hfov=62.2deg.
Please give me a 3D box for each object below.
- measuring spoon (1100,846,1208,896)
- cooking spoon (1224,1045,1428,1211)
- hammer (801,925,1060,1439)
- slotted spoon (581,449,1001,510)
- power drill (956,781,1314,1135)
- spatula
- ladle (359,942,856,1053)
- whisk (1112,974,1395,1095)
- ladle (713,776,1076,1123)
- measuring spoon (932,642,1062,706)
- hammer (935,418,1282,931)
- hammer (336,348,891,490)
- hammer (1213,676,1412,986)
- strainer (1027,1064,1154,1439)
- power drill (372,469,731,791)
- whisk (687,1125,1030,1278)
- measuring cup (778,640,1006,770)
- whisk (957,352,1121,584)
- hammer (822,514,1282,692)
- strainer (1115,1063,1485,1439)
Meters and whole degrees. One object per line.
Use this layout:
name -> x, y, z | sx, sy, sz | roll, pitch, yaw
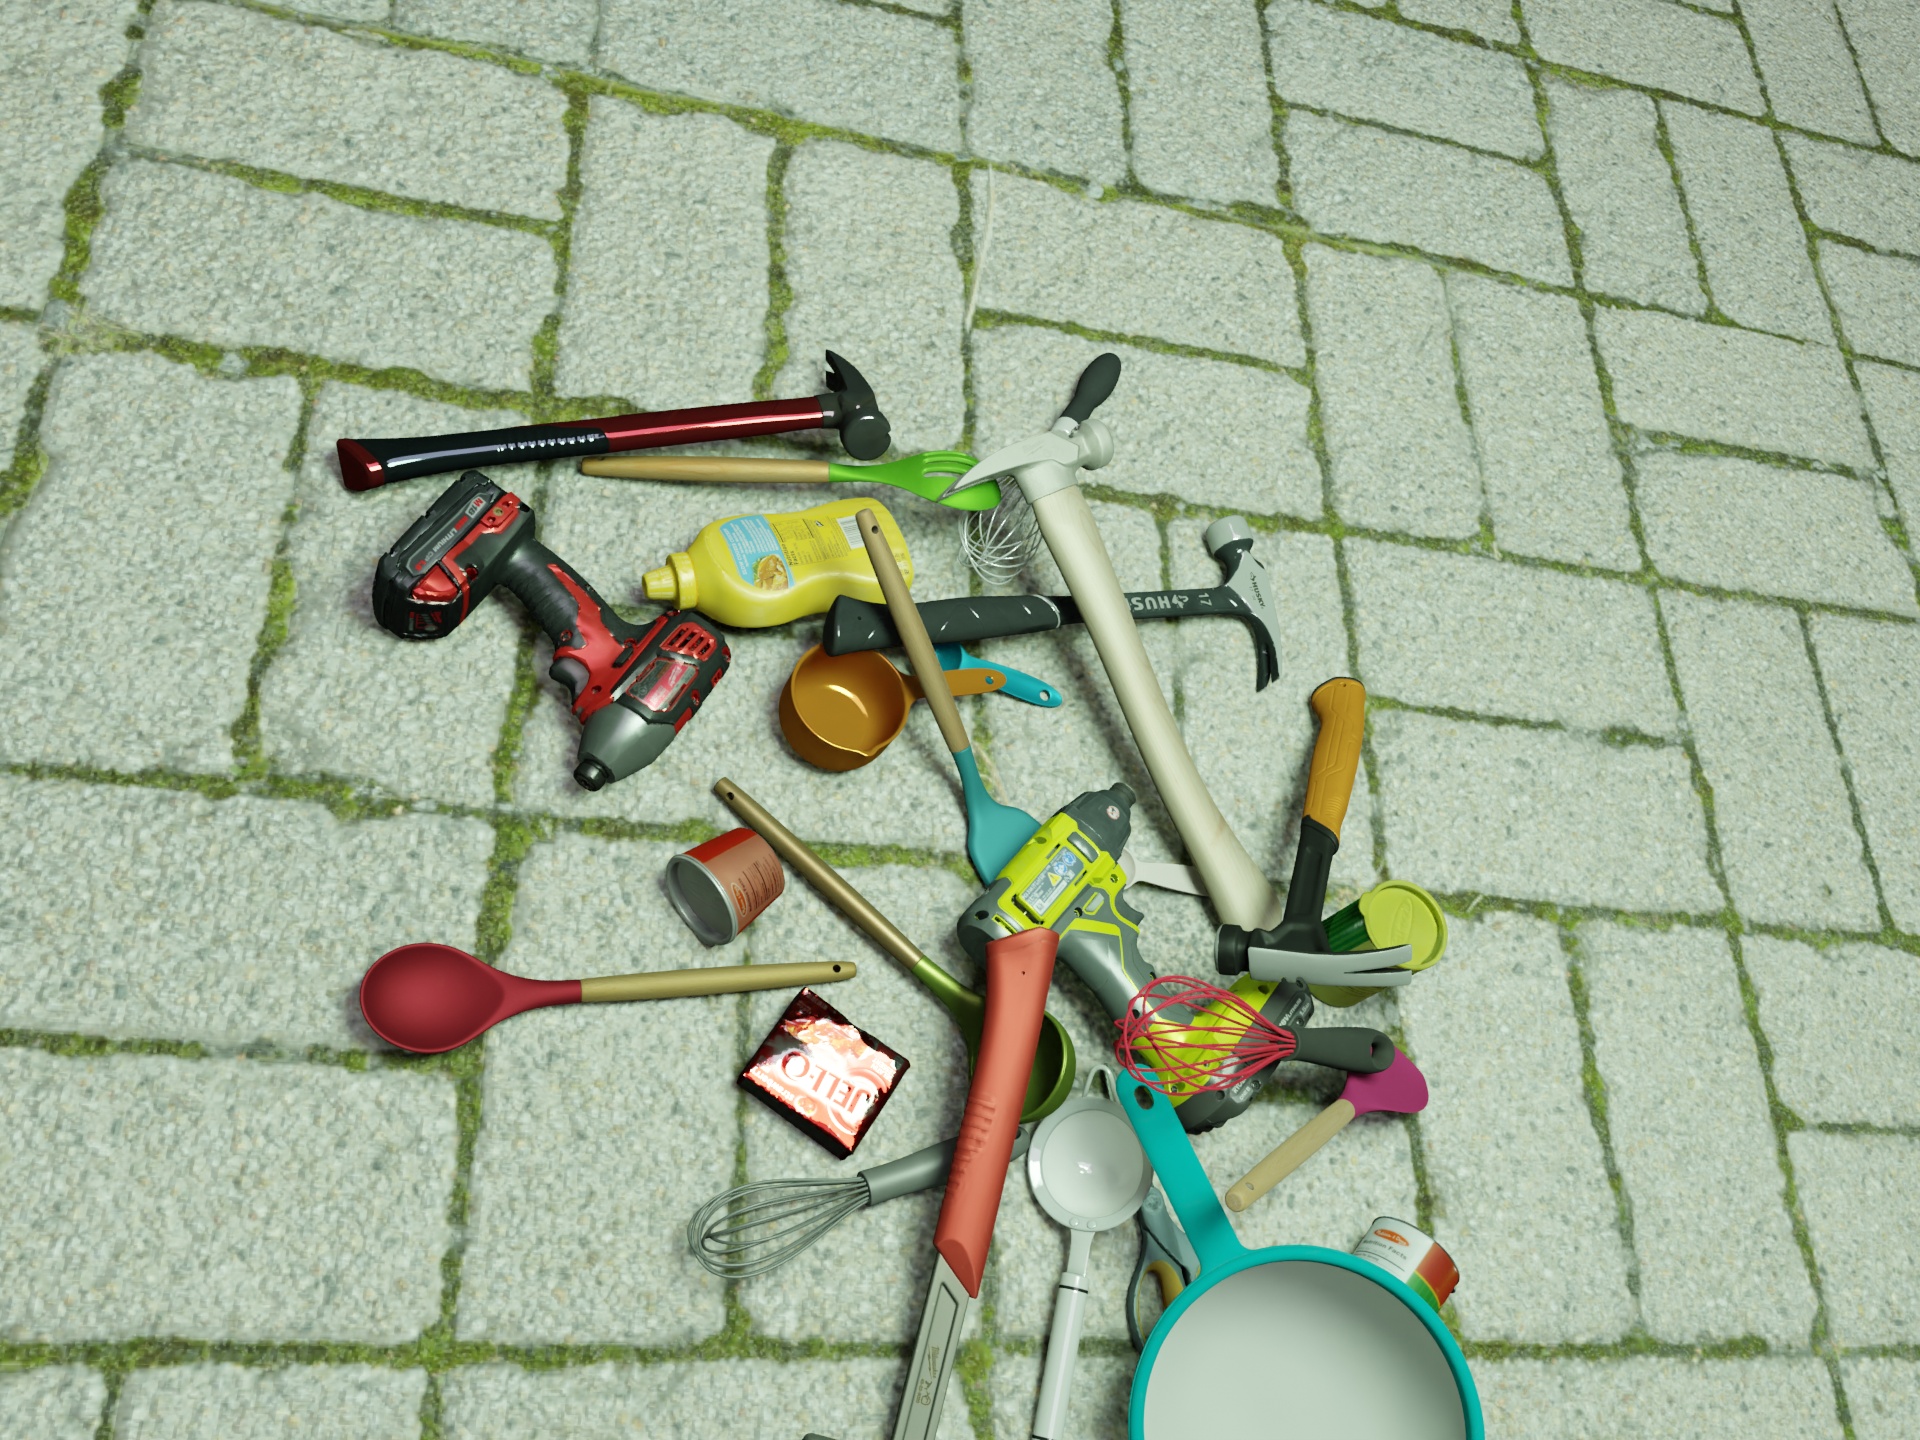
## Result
measuring spoon -> 0.152, 0.118, 1.185 | 0.124, 0.018, 0.034 | 11, 70, -21
cooking spoon -> 0.245, 0.265, 1.053 | 0.069, 0.017, 0.318 | 45, 26, 21
hammer -> 0.014, 0.306, 0.986 | 0.149, 0.036, 0.359 | 17, 75, -9
slotted spoon -> -0.124, -0.186, 1.191 | 0.313, 0.031, 0.070 | 1, 40, -4
power drill -> 0.128, 0.160, 1.108 | 0.223, 0.080, 0.171 | 44, 59, 1
spatula -> -0.002, -0.004, 1.119 | 0.082, 0.044, 0.317 | -34, 111, -30
ladle -> -0.218, 0.170, 1.022 | 0.315, 0.031, 0.069 | -1, 68, -21
whisk -> 0.197, 0.207, 1.021 | 0.295, 0.073, 0.073 | 15, 58, -43
ladle -> -0.051, 0.148, 1.075 | 0.320, 0.062, 0.078 | 41, 96, 7
measuring spoon -> 0.018, -0.033, 1.210 | 0.128, 0.021, 0.042 | 20, 69, -19
hammer -> 0.124, -0.016, 1.169 | 0.146, 0.038, 0.410 | -24, 89, -28
hammer -> -0.255, -0.218, 1.174 | 0.386, 0.038, 0.143 | -9, 36, -15
hammer -> 0.274, 0.069, 1.162 | 0.127, 0.034, 0.337 | 1, 35, 19
strainer -> 0.074, 0.355, 1.027 | 0.087, 0.050, 0.259 | 3, 66, 23
power drill -> -0.280, -0.055, 1.083 | 0.219, 0.078, 0.143 | 35, 60, -4
whisk -> -0.058, 0.297, 1.006 | 0.239, 0.055, 0.055 | -11, 70, -27
measuring cup -> -0.050, -0.012, 1.156 | 0.173, 0.052, 0.095 | -7, 68, -30
whisk -> 0.072, -0.213, 1.293 | 0.070, 0.070, 0.285 | 33, 54, -2
hammer -> 0.081, -0.079, 1.209 | 0.408, 0.036, 0.149 | -7, 70, -31
strainer -> 0.180, 0.378, 1.003 | 0.211, 0.095, 0.340 | -25, 75, -4
